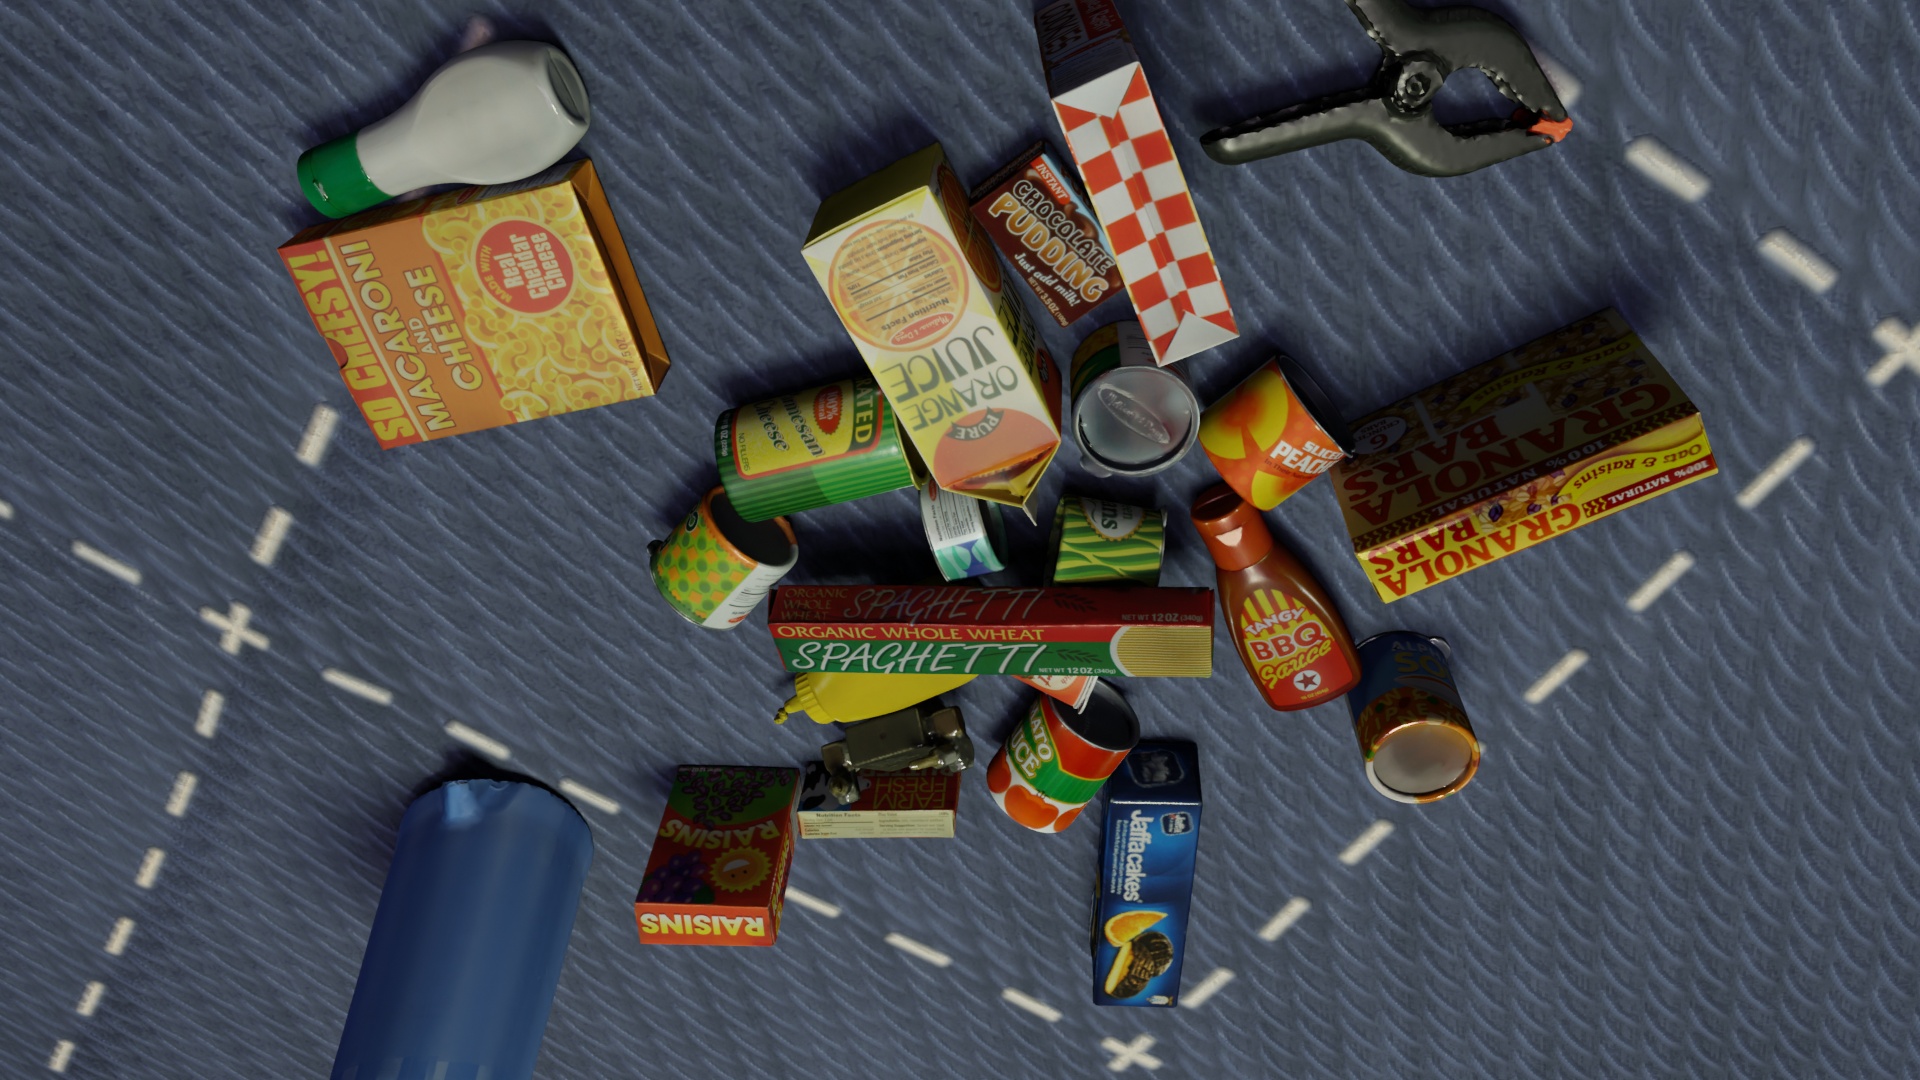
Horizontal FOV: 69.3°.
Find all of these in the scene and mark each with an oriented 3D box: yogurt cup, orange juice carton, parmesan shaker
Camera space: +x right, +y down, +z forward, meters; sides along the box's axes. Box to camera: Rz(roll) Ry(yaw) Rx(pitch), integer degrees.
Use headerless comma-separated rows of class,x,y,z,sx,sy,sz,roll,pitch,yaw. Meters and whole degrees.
yogurt cup,0.057,0.061,0.831,0.054,0.073,0.072,19,122,1
orange juice carton,-0.001,-0.099,0.726,0.073,0.072,0.192,-22,119,17
parmesan shaker,-0.075,-0.050,0.762,0.103,0.072,0.071,-13,121,11

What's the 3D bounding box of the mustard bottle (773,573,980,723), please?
mustard bottle,-0.052,0.075,0.855,0.160,0.049,0.065,-26,111,19

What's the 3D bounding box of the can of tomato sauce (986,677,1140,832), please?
can of tomato sauce,0.062,0.133,0.874,0.071,0.071,0.082,25,122,-12

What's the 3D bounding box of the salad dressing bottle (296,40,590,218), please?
salad dressing bottle,-0.259,-0.201,0.693,0.147,0.044,0.064,-16,121,14

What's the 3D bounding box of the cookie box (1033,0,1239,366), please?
cookie box,0.075,-0.169,0.620,0.040,0.168,0.122,-21,119,13

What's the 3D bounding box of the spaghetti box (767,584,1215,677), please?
spaghetti box,0.016,0.051,0.778,0.250,0.029,0.050,0,139,10

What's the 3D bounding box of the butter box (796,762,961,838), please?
butter box,-0.052,0.170,0.914,0.103,0.053,0.024,-1,120,4

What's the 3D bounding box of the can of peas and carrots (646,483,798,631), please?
can of peas and carrots,-0.139,0.007,0.807,0.071,0.071,0.058,36,117,-18

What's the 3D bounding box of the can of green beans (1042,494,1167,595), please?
can of green beans,0.081,0.010,0.794,0.058,0.071,0.071,10,123,-2

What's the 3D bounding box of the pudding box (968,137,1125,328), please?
pudding box,0.048,-0.156,0.711,0.049,0.030,0.083,-32,116,20

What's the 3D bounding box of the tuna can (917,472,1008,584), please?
tuna can,0.003,-0.010,0.788,0.033,0.071,0.070,-16,121,12

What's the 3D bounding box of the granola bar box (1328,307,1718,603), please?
granola bar box,0.277,-0.044,0.713,0.165,0.125,0.039,-24,117,18

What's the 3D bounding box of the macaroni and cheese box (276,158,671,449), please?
macaroni and cheese box,-0.257,-0.123,0.744,0.166,0.040,0.123,-10,121,10

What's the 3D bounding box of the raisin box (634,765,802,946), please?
raisin box,-0.154,0.202,0.898,0.086,0.124,0.039,2,123,2

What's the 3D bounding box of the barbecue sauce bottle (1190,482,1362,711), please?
barbecue sauce bottle,0.181,0.033,0.816,0.065,0.044,0.148,-23,118,19

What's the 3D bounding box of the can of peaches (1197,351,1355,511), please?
can of peaches,0.169,-0.056,0.744,0.058,0.071,0.071,-38,113,25

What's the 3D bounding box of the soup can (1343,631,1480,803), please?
soup can,0.270,0.104,0.833,0.071,0.084,0.071,1,122,2

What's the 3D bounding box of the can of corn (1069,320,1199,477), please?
can of corn,0.090,-0.075,0.744,0.071,0.058,0.070,1,123,2
